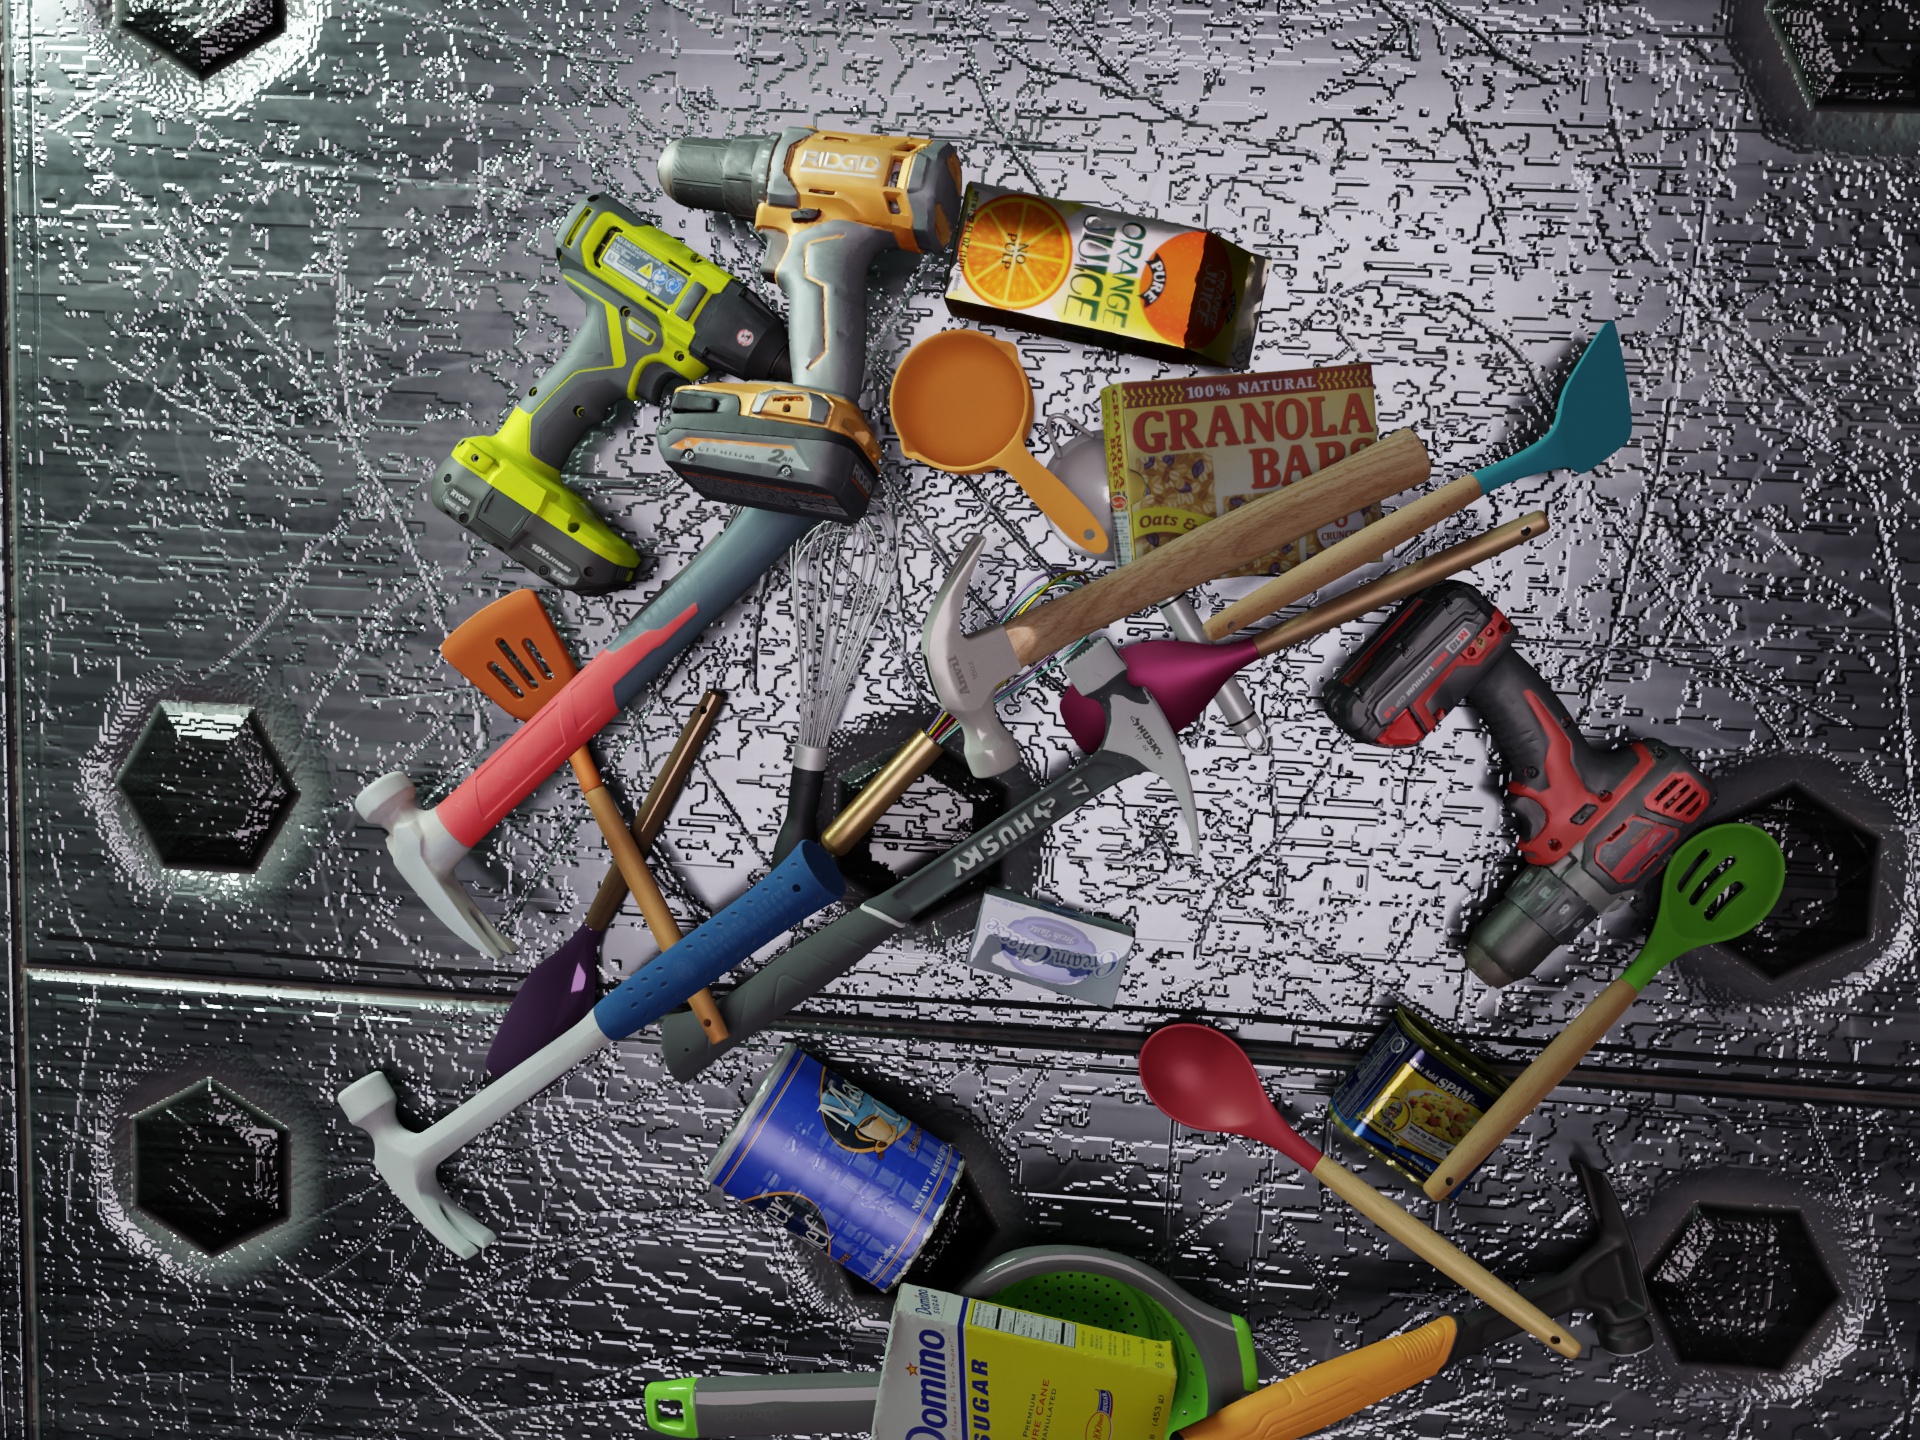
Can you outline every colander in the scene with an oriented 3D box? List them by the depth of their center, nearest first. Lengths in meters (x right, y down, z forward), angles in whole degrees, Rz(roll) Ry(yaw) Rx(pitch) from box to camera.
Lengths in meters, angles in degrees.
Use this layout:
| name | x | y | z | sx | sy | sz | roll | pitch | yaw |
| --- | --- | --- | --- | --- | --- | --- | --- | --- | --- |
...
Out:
| name | x | y | z | sx | sy | sz | roll | pitch | yaw |
| --- | --- | --- | --- | --- | --- | --- | --- | --- | --- |
| colander | -0.006 | 0.433 | 1.058 | 0.397 | 0.094 | 0.204 | -4 | 96 | 5 |

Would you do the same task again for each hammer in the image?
| name | x | y | z | sx | sy | sz | roll | pitch | yaw |
| --- | --- | --- | --- | --- | --- | --- | --- | --- | --- |
| hammer | 0.130 | -0.094 | 0.940 | 0.331 | 0.031 | 0.130 | -26 | 105 | -8 |
| hammer | 0.284 | 0.395 | 1.005 | 0.337 | 0.034 | 0.127 | -17 | 95 | -15 |
| hammer | -0.209 | -0.015 | 1.007 | 0.386 | 0.038 | 0.143 | -41 | 86 | 11 |
| hammer | -0.031 | 0.119 | 1.032 | 0.409 | 0.036 | 0.149 | -35 | 94 | 12 |
| hammer | -0.235 | 0.207 | 1.034 | 0.405 | 0.035 | 0.144 | -36 | 85 | 19 |

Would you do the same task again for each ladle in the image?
| name | x | y | z | sx | sy | sz | roll | pitch | yaw |
| --- | --- | --- | --- | --- | --- | --- | --- | --- | --- |
| ladle | 0.250 | 0.298 | 1.012 | 0.315 | 0.031 | 0.069 | 34 | 104 | 20 |

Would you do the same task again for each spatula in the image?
| name | x | y | z | sx | sy | sz | roll | pitch | yaw |
| --- | --- | --- | --- | --- | --- | --- | --- | --- | --- |
| spatula | 0.279 | -0.130 | 0.950 | 0.317 | 0.044 | 0.082 | -28 | 121 | -5 |
| spatula | -0.235 | 0.068 | 1.047 | 0.081 | 0.041 | 0.323 | -31 | 82 | 14 |
| spatula | -0.235 | 0.119 | 1.079 | 0.060 | 0.018 | 0.316 | 30 | 99 | 8 |

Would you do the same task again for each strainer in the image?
| name | x | y | z | sx | sy | sz | roll | pitch | yaw |
| --- | --- | --- | --- | --- | --- | --- | --- | --- | --- |
| strainer | 0.131 | -0.088 | 1.018 | 0.087 | 0.050 | 0.258 | -33 | 97 | -7 |

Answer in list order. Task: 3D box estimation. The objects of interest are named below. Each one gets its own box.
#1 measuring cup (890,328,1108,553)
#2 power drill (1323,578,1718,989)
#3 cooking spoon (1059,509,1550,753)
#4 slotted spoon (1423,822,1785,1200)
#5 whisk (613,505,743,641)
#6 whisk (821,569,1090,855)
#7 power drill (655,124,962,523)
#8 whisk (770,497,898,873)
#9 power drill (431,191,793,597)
| name | x | y | z | sx | sy | sz | roll | pitch | yaw |
| --- | --- | --- | --- | --- | --- | --- | --- | --- | --- |
| measuring cup | 0.032 | -0.168 | 1.001 | 0.095 | 0.052 | 0.173 | -44 | 87 | 9 |
| power drill | 0.333 | 0.042 | 0.999 | 0.226 | 0.080 | 0.188 | 41 | 98 | -4 |
| cooking spoon | 0.207 | -0.056 | 0.984 | 0.319 | 0.017 | 0.068 | -25 | 104 | 18 |
| slotted spoon | 0.399 | 0.183 | 0.996 | 0.314 | 0.031 | 0.070 | -44 | 91 | -8 |
| whisk | -0.152 | -0.116 | 1.034 | 0.055 | 0.055 | 0.239 | 45 | 102 | -1 |
| whisk | 0.000 | -0.002 | 1.031 | 0.051 | 0.047 | 0.245 | 44 | 97 | 4 |
| power drill | -0.111 | -0.242 | 0.932 | 0.185 | 0.084 | 0.226 | 11 | 81 | 14 |
| whisk | -0.094 | -0.009 | 1.038 | 0.070 | 0.070 | 0.284 | 11 | 102 | 3 |
| power drill | -0.218 | -0.197 | 1.014 | 0.171 | 0.080 | 0.223 | 33 | 95 | 1 |
